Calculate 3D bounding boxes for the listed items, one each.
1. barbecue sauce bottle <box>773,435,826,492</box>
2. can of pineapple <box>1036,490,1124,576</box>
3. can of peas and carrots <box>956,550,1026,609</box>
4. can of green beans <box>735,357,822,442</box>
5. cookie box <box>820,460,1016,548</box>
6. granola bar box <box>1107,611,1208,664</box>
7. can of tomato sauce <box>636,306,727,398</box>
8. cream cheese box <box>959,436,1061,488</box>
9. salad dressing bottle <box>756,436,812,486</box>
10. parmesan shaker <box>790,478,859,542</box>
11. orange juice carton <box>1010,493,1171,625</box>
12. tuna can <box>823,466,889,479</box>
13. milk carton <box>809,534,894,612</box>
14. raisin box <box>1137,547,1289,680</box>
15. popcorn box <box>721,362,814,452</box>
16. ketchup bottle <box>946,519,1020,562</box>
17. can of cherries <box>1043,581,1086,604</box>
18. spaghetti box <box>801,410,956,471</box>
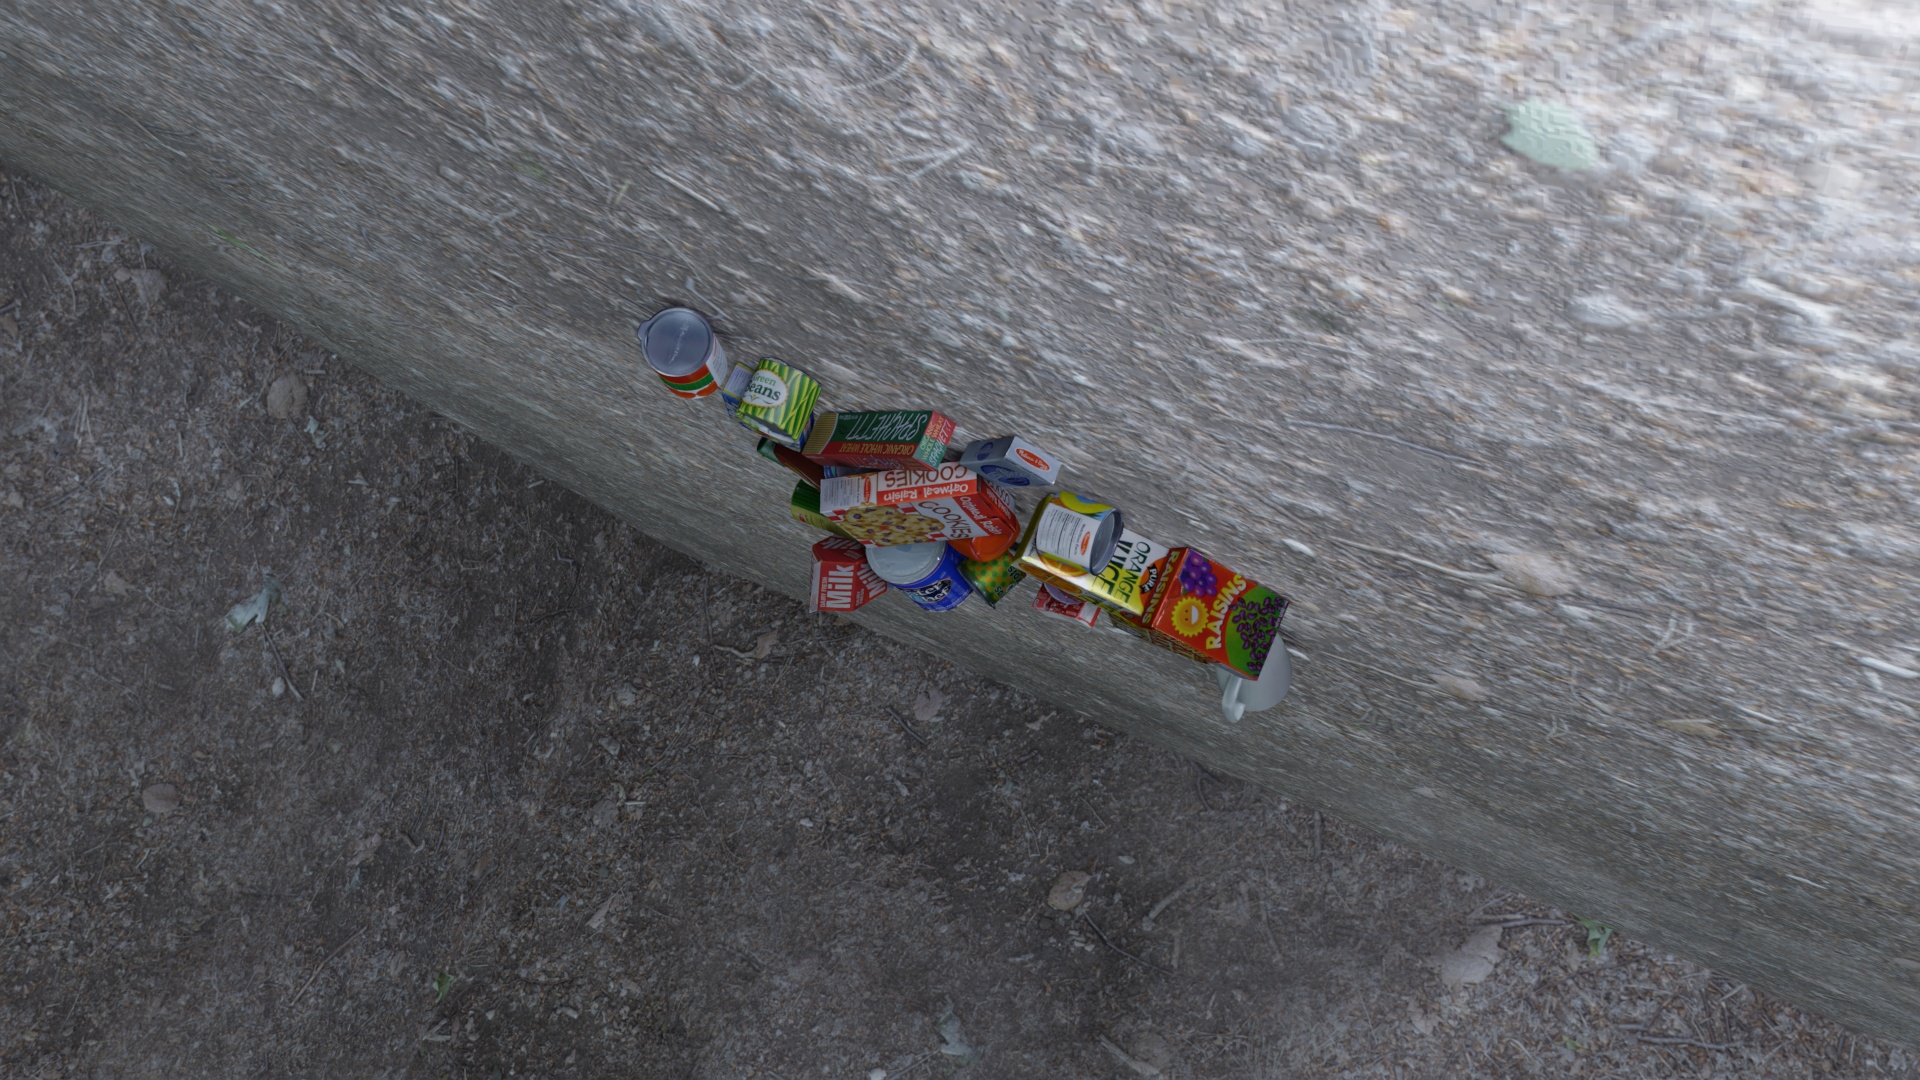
[{"bbox_3d":[-0.142,-0.070,1.538,0.149,0.043,0.065,36,-174,36],"label":"barbecue sauce bottle"},{"bbox_3d":[0.111,-0.007,1.291,0.058,0.071,0.071,21,170,24],"label":"can of pineapple"},{"bbox_3d":[0.039,0.039,1.682,0.071,0.059,0.071,48,174,7],"label":"can of peas and carrots"},{"bbox_3d":[-0.174,-0.134,1.332,0.071,0.058,0.071,24,170,5],"label":"can of green beans"},{"bbox_3d":[-0.040,-0.034,1.403,0.167,0.040,0.122,-6,160,18],"label":"cookie box"},{"bbox_3d":[0.233,0.091,1.608,0.124,0.039,0.165,22,170,16],"label":"granola bar box"},{"bbox_3d":[-0.258,-0.174,1.295,0.071,0.071,0.083,24,171,4],"label":"can of tomato sauce"},{"bbox_3d":[0.044,-0.069,1.244,0.053,0.024,0.103,29,170,-20],"label":"cream cheese box"},{"bbox_3d":[-0.168,-0.085,1.637,0.147,0.044,0.064,29,171,-21],"label":"salad dressing bottle"},{"bbox_3d":[-0.155,-0.041,1.776,0.103,0.071,0.071,19,169,26],"label":"parmesan shaker"},{"bbox_3d":[0.154,0.030,1.368,0.193,0.072,0.073,25,171,-2],"label":"orange juice carton"},{"bbox_3d":[-0.109,-0.078,1.459,0.071,0.071,0.033,30,170,-28],"label":"tuna can"},{"bbox_3d":[-0.133,0.031,1.790,0.073,0.072,0.191,20,-153,26],"label":"milk carton"},{"bbox_3d":[0.241,0.070,1.325,0.123,0.086,0.040,27,171,-16],"label":"raisin box"},{"bbox_3d":[-0.198,-0.136,1.442,0.085,0.038,0.126,26,171,-1],"label":"popcorn box"},{"bbox_3d":[0.005,-0.019,1.519,0.043,0.065,0.149,57,165,-25],"label":"ketchup bottle"},{"bbox_3d":[0.124,0.032,1.475,0.071,0.071,0.058,26,170,-10],"label":"can of cherries"},{"bbox_3d":[-0.083,-0.097,1.334,0.028,0.050,0.250,29,170,-29],"label":"spaghetti box"}]
